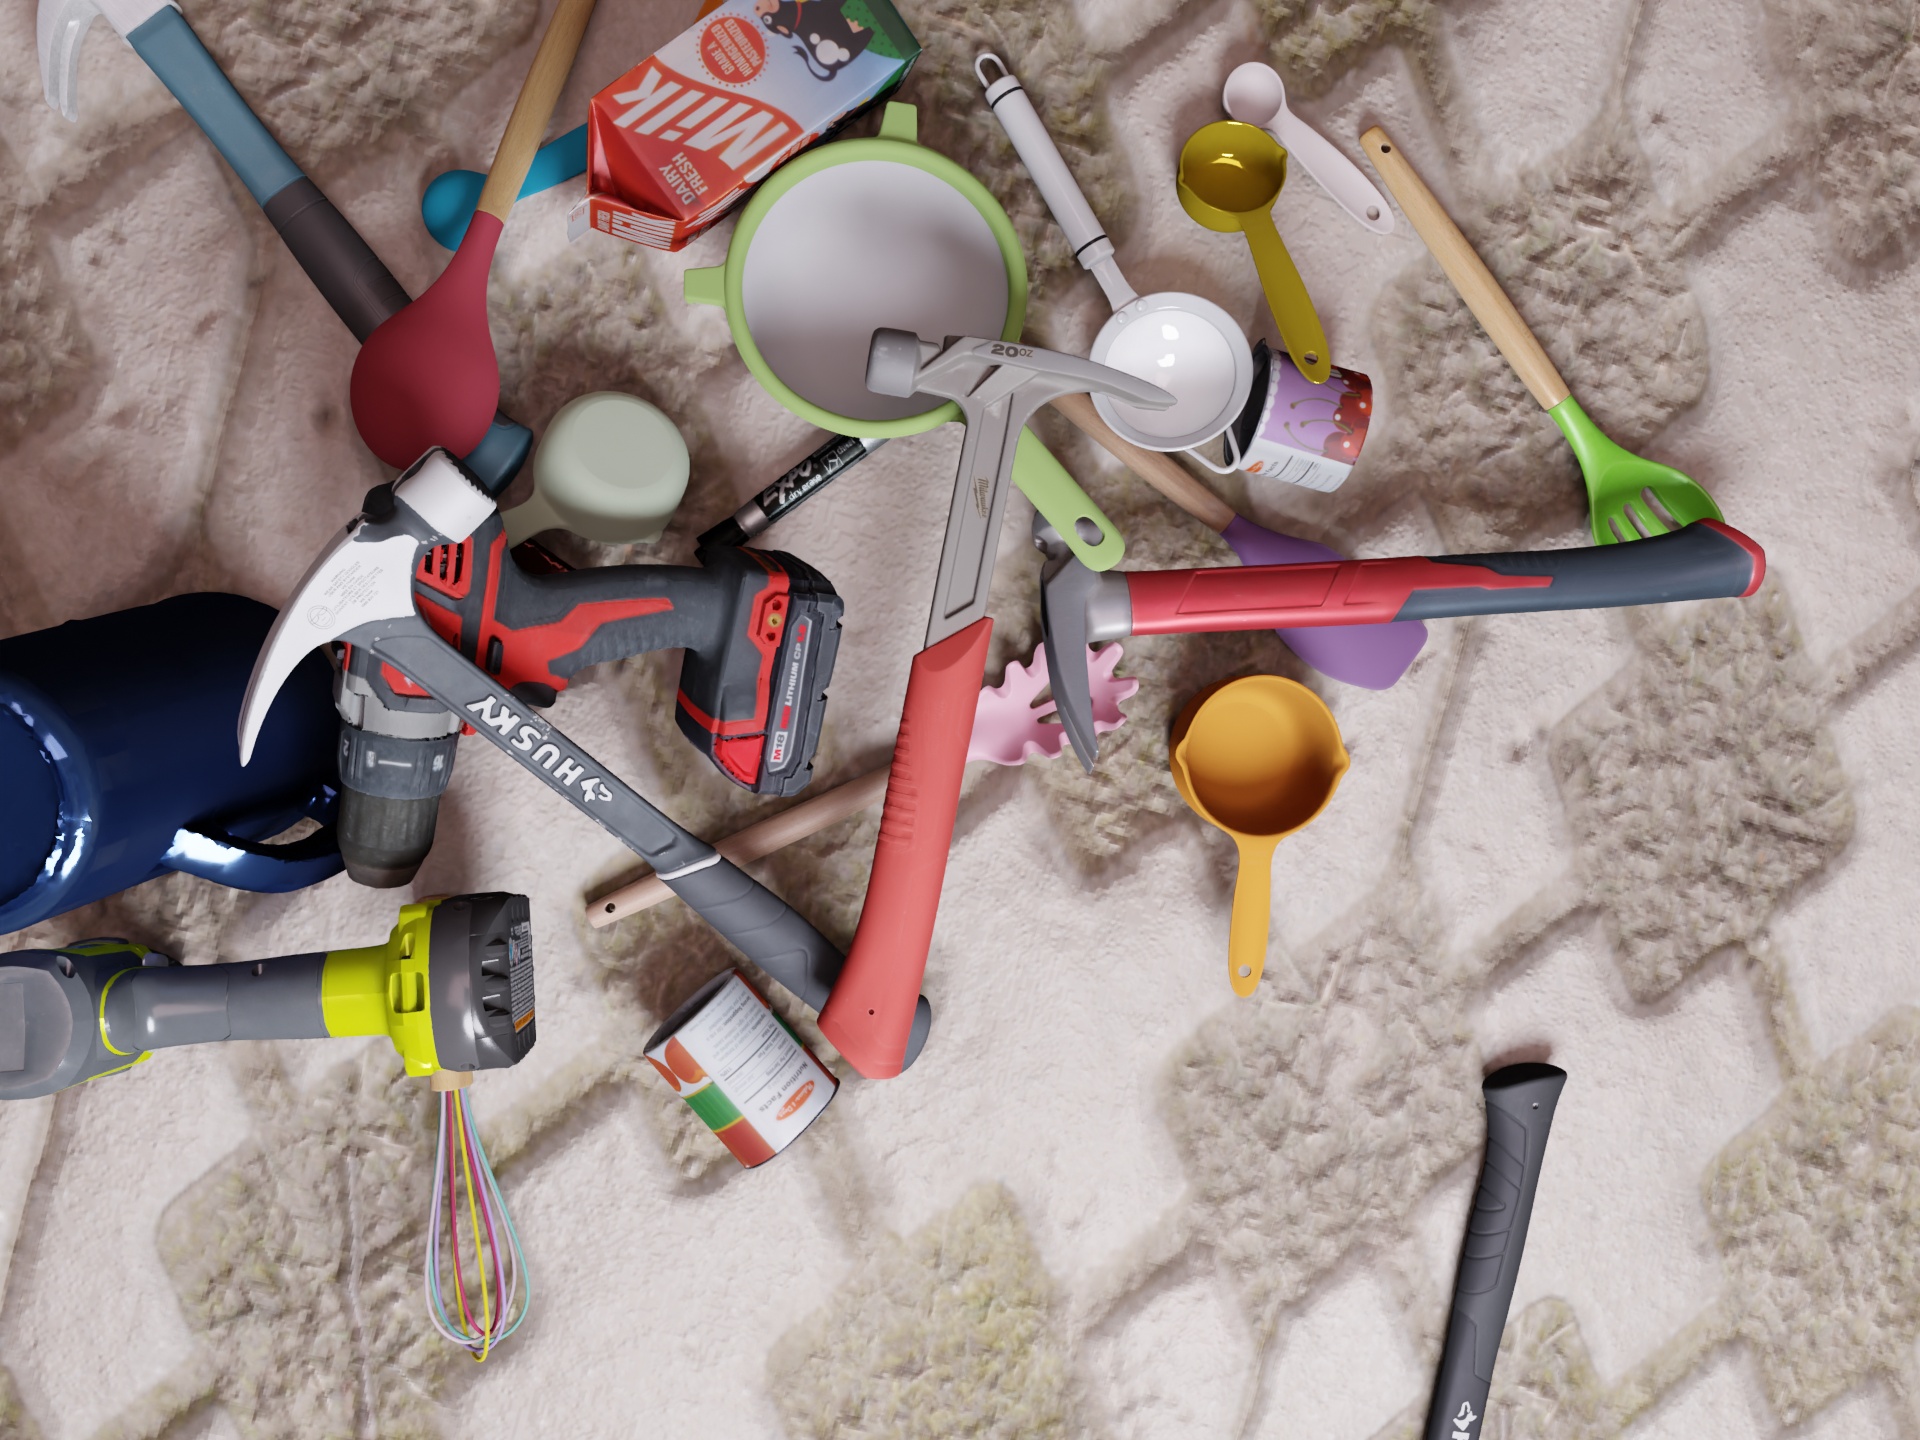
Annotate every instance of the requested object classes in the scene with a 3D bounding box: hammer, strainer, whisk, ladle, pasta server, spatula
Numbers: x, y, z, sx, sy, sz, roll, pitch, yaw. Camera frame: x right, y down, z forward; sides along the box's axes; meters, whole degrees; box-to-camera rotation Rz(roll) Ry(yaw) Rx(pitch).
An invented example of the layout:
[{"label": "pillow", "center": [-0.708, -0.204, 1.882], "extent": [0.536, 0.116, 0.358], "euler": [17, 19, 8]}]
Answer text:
[{"label": "hammer", "center": [0.236, -0.055, 0.832], "extent": [0.386, 0.038, 0.143], "euler": [-4, 68, -6]}, {"label": "strainer", "center": [0.077, -0.241, 0.844], "extent": [0.087, 0.050, 0.258], "euler": [-30, 91, 1]}, {"label": "hammer", "center": [-0.329, -0.254, 0.800], "extent": [0.128, 0.033, 0.331], "euler": [-38, 97, -4]}, {"label": "hammer", "center": [-0.001, -0.002, 0.774], "extent": [0.149, 0.037, 0.359], "euler": [10, 93, -5]}, {"label": "hammer", "center": [0.298, 0.359, 0.909], "extent": [0.146, 0.035, 0.335], "euler": [12, 92, -6]}, {"label": "whisk", "center": [-0.262, 0.213, 0.833], "extent": [0.051, 0.047, 0.245], "euler": [-5, 91, -5]}, {"label": "ladle", "center": [-0.225, -0.273, 0.795], "extent": [0.069, 0.031, 0.315], "euler": [21, 82, -17]}, {"label": "hammer", "center": [-0.145, 0.061, 0.749], "extent": [0.149, 0.036, 0.408], "euler": [-44, 125, -1]}, {"label": "pasta server", "center": [-0.054, 0.038, 0.847], "extent": [0.316, 0.040, 0.060], "euler": [-25, 84, -3]}, {"label": "spatula", "center": [0.124, -0.121, 0.867], "extent": [0.316, 0.018, 0.060], "euler": [37, 91, -8]}, {"label": "strainer", "center": [-0.009, -0.174, 0.818], "extent": [0.151, 0.069, 0.256], "euler": [-42, 93, -5]}]

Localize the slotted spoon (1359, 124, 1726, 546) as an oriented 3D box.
[{"label": "slotted spoon", "center": [0.318, -0.199, 0.881], "extent": [0.070, 0.031, 0.313], "euler": [-38, 95, -3]}]

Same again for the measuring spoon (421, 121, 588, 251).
[{"label": "measuring spoon", "center": [-0.218, -0.284, 0.815], "extent": [0.128, 0.021, 0.042], "euler": [-30, 96, -3]}]

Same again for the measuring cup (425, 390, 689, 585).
[{"label": "measuring cup", "center": [-0.204, -0.109, 0.779], "extent": [0.167, 0.038, 0.083], "euler": [-36, 86, -36]}]

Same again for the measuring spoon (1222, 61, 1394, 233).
[{"label": "measuring spoon", "center": [0.190, -0.308, 0.868], "extent": [0.124, 0.018, 0.034], "euler": [38, 89, -14]}]

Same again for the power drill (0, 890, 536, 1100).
[{"label": "power drill", "center": [-0.322, 0.128, 0.748], "extent": [0.228, 0.190, 0.080], "euler": [-3, 85, -9]}]

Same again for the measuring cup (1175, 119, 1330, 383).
[{"label": "measuring cup", "center": [0.158, -0.242, 0.838], "extent": [0.062, 0.029, 0.157], "euler": [-18, 78, -7]}]

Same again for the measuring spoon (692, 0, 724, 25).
[{"label": "measuring spoon", "center": [-0.139, -0.337, 0.829], "extent": [0.021, 0.011, 0.117], "euler": [25, 87, -14]}]

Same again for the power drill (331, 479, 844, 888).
[{"label": "power drill", "center": [-0.183, -0.009, 0.762], "extent": [0.226, 0.080, 0.188], "euler": [4, 107, -32]}]

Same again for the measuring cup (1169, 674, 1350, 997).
[{"label": "measuring cup", "center": [0.154, 0.060, 0.866], "extent": [0.095, 0.052, 0.173], "euler": [3, 95, -7]}]
